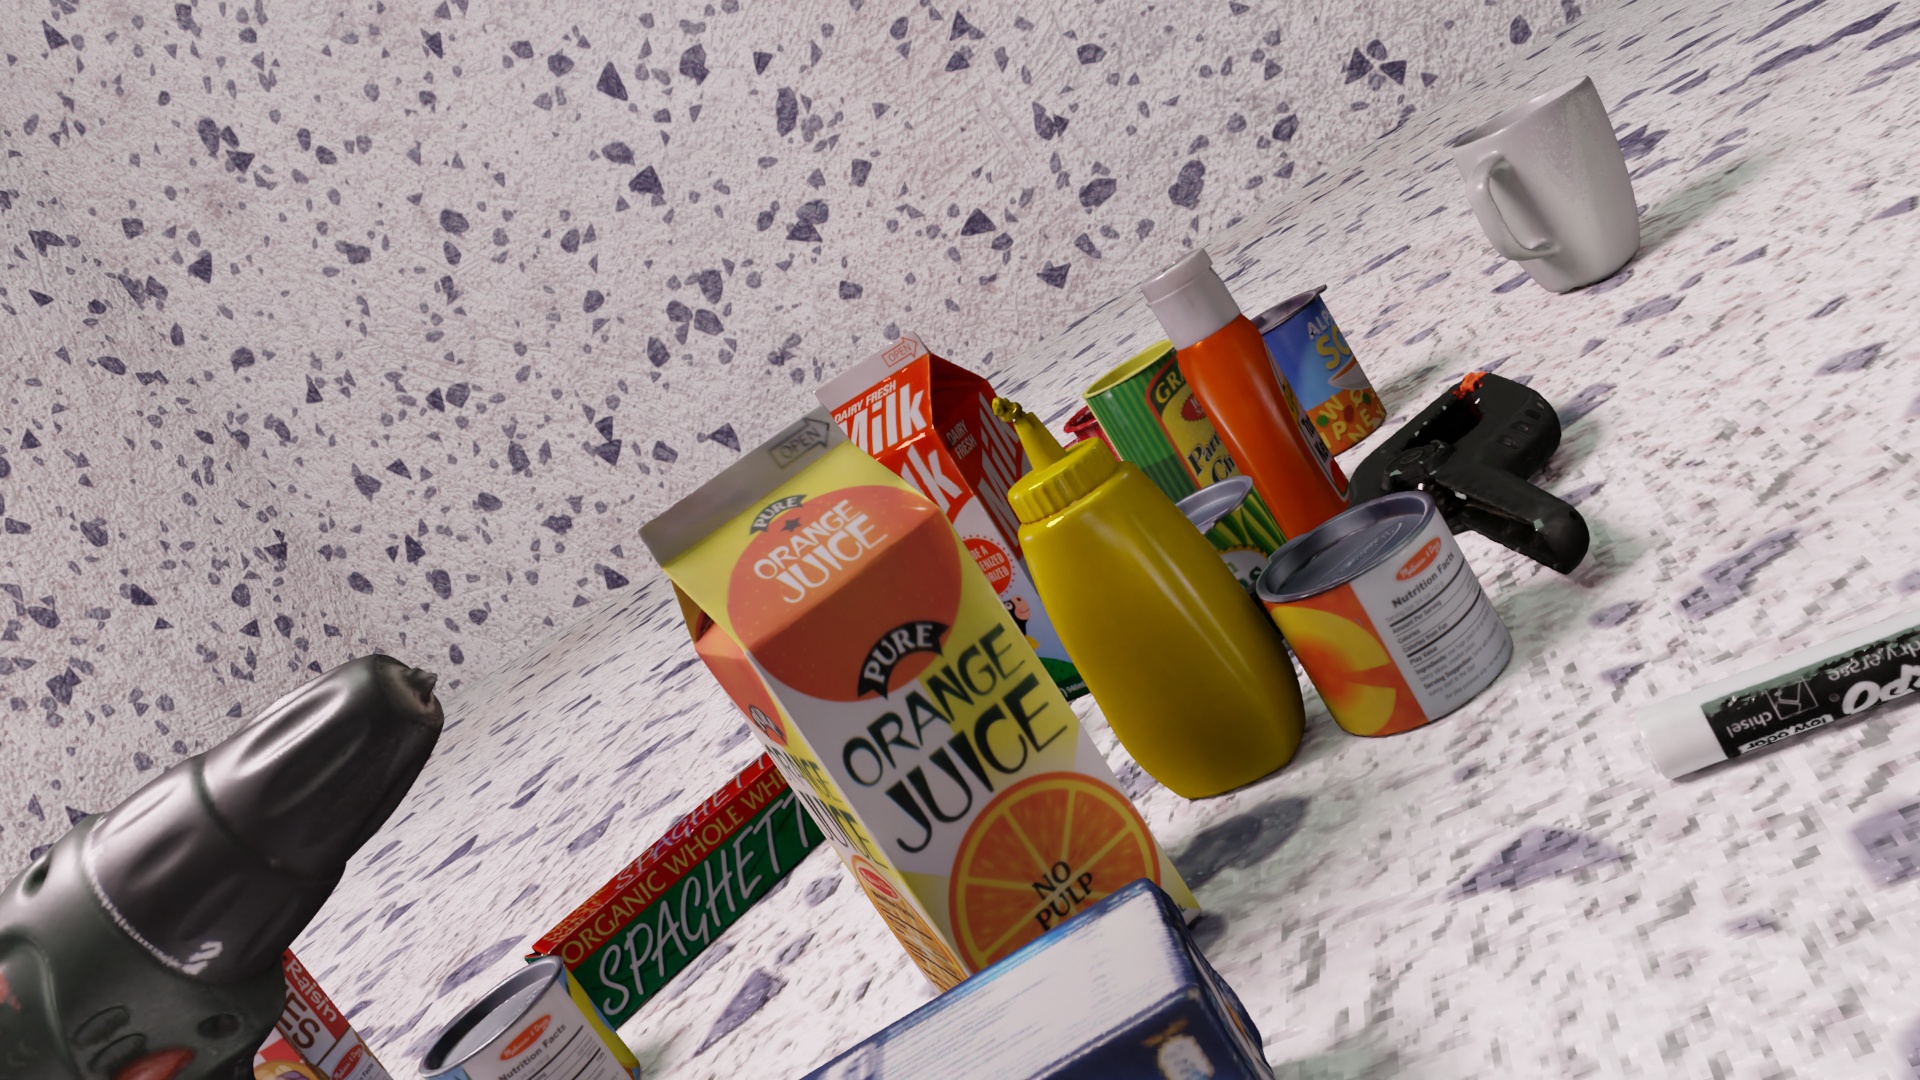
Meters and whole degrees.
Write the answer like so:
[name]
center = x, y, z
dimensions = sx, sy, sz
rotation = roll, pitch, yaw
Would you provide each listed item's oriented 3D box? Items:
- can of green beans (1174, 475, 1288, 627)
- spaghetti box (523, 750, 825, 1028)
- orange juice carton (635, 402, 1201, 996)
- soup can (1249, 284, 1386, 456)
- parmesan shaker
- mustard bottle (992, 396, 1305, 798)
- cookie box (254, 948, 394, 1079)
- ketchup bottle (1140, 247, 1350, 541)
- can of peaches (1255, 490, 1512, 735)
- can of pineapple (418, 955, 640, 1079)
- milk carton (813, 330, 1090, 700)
[can of green beans]
center = 0.116, 0.013, 0.621
dimensions = 0.071, 0.057, 0.071
rotation = -32, 10, 6
[spaghetti box]
center = -0.099, 0.141, 0.695
dimensions = 0.251, 0.050, 0.028
rotation = -39, 11, -32
[orange juice carton]
center = -0.016, 0.056, 0.425
dimensions = 0.072, 0.192, 0.073
rotation = -36, 10, -20
[soup can]
center = 0.200, -0.094, 0.803
dimensions = 0.071, 0.083, 0.071
rotation = -32, 9, 6
[parmesan shaker]
center = 0.127, -0.059, 0.807
dimensions = 0.071, 0.103, 0.071
rotation = -32, 9, 6
[mustard bottle]
center = 0.060, 0.014, 0.489
dimensions = 0.065, 0.160, 0.049
rotation = -27, 11, 32
[cookie box]
center = -0.349, 0.243, 0.637
dimensions = 0.123, 0.167, 0.040
rotation = -32, 9, 8
[ketchup bottle]
center = 0.141, -0.072, 0.689
dimensions = 0.043, 0.148, 0.065
rotation = -30, 10, 18
[can of peaches]
center = 0.143, 0.025, 0.474
dimensions = 0.071, 0.058, 0.071
rotation = -32, 10, 6
[can of pineapple]
center = -0.172, 0.211, 0.558
dimensions = 0.071, 0.058, 0.071
rotation = -32, 10, 6
[milk carton]
center = 0.002, -0.009, 0.692
dimensions = 0.072, 0.190, 0.074
rotation = -27, 11, 32
